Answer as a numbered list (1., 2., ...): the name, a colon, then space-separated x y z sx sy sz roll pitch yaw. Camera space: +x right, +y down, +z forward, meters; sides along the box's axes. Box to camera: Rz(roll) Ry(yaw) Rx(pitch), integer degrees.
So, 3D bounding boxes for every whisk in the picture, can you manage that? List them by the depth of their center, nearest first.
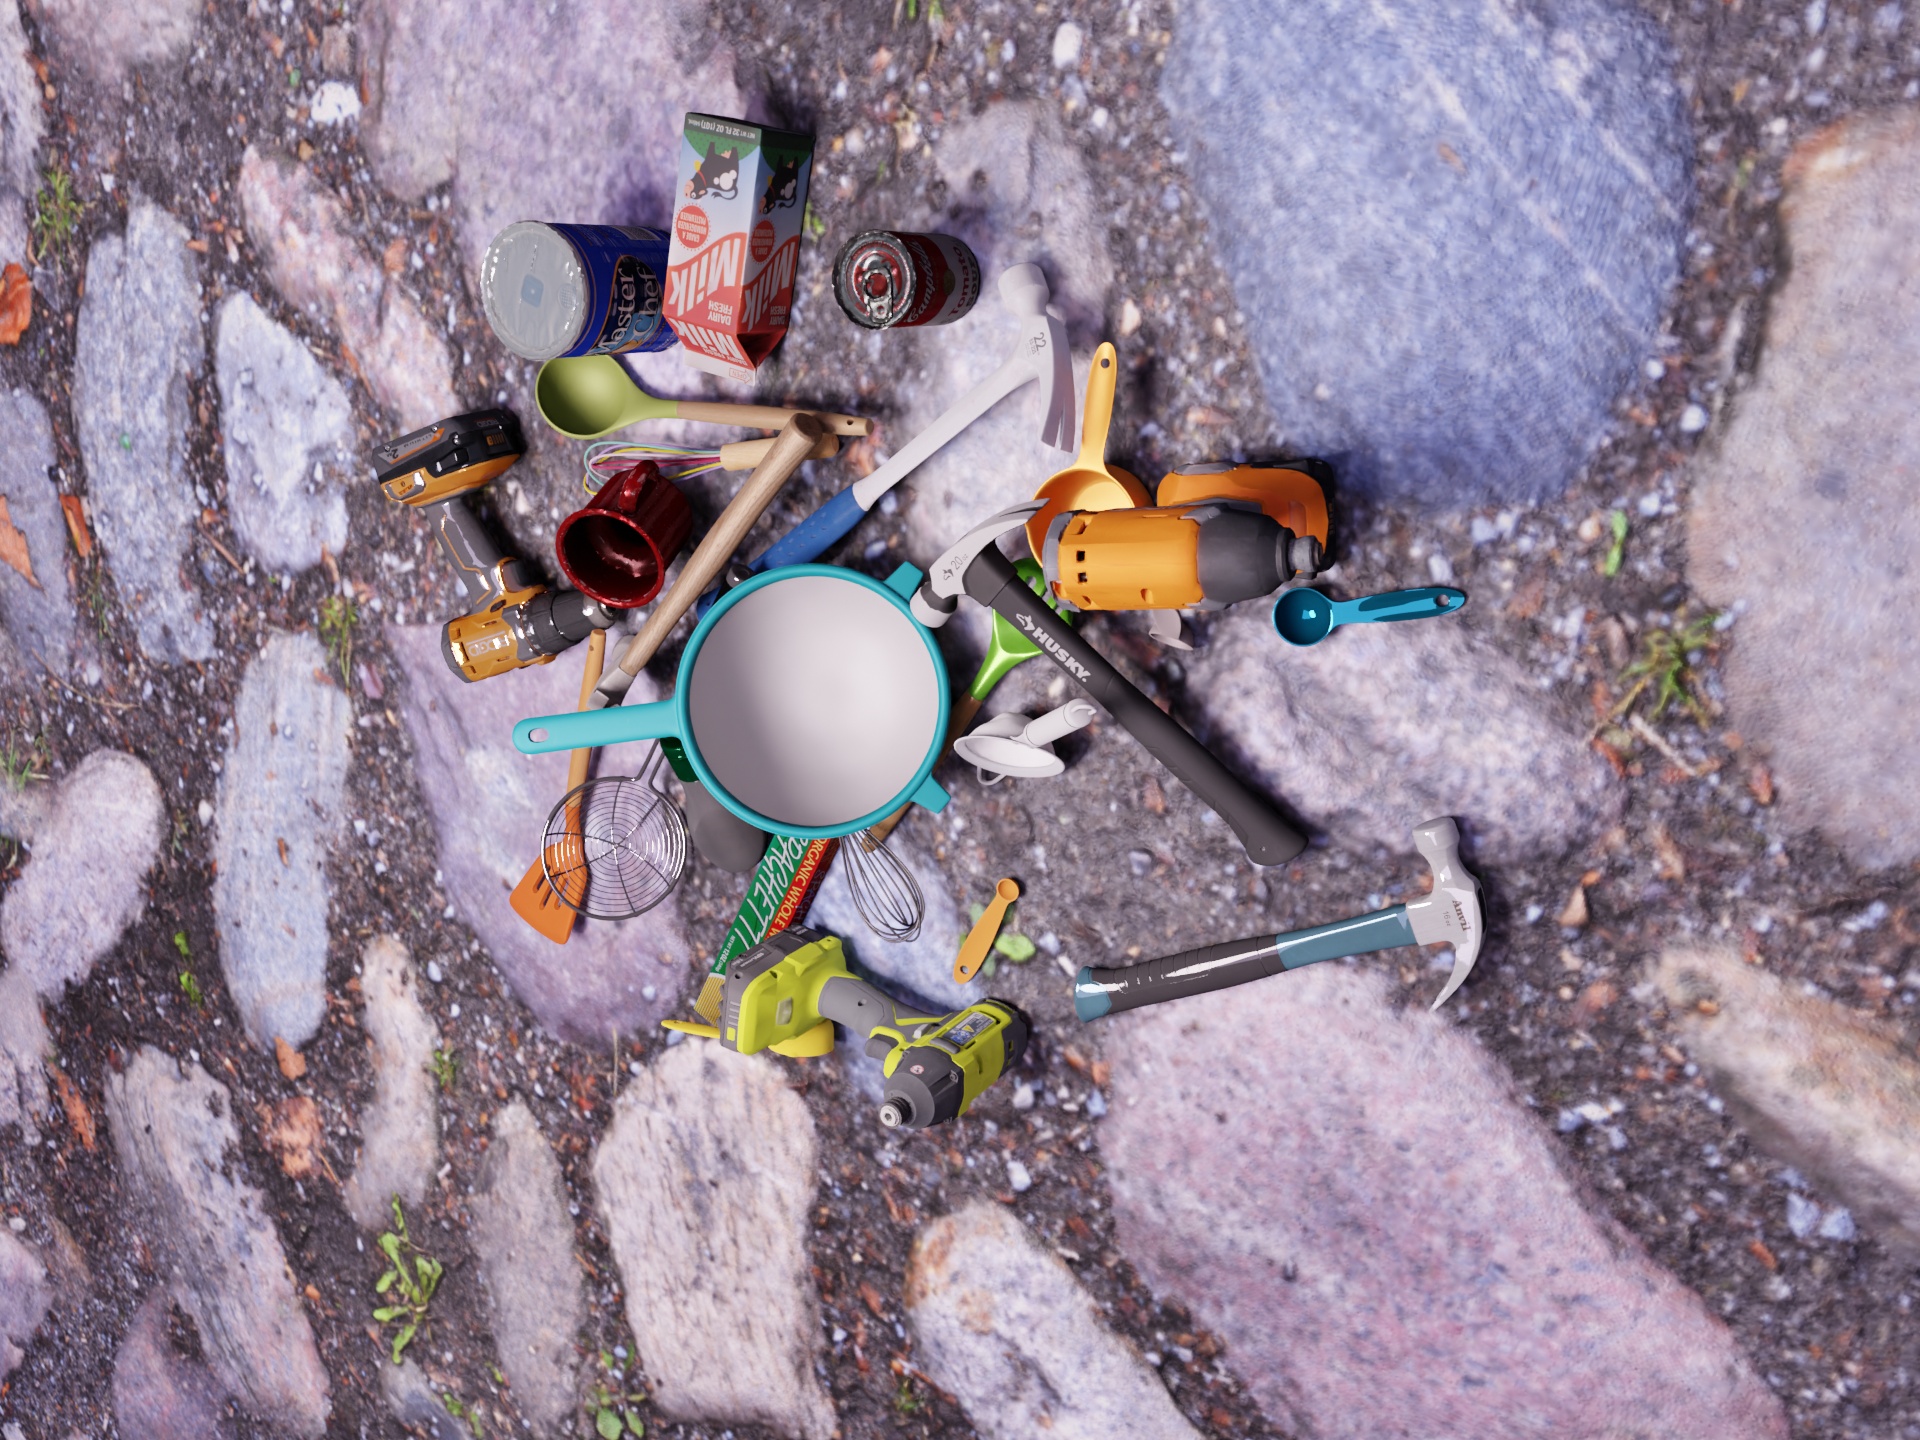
1. whisk: -0.209 -0.217 1.303 0.245 0.047 0.051 -3 114 25
2. whisk: -0.097 0.079 1.306 0.055 0.055 0.239 -42 70 31

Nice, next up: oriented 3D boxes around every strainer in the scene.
1. strainer: 0.055 0.009 1.151 0.087 0.258 0.050 16 78 -11
2. strainer: -0.175 -0.008 1.257 0.340 0.095 0.211 -7 91 3

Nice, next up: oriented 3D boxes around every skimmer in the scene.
1. skimmer: -0.252 0.024 1.339 0.127 0.090 0.363 25 127 -10

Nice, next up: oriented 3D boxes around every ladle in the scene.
1. ladle: -0.209 -0.250 1.265 0.320 0.062 0.078 11 81 31

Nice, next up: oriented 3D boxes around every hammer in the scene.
1. hammer: 0.119 -0.018 1.145 0.335 0.035 0.146 43 137 1
2. hammer: 0.226 0.173 1.176 0.331 0.033 0.128 -19 93 31
3. hammer: -0.069 -0.173 1.219 0.405 0.035 0.144 -33 60 35
4. hammer: -0.210 -0.117 1.270 0.031 0.130 0.331 33 124 -15

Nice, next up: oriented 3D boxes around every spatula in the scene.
1. spatula: -0.355 0.059 1.443 0.081 0.041 0.322 32 124 24

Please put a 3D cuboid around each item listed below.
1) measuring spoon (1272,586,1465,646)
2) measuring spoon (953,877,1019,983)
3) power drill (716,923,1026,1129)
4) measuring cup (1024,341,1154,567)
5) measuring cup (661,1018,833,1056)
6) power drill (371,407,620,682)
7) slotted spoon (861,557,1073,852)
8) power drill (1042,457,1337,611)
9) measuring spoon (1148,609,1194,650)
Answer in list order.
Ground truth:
1. measuring spoon: 0.280 -0.077 1.091 0.128 0.021 0.042 -6 102 20
2. measuring spoon: 0.021 0.173 1.303 0.021 0.011 0.116 35 121 15
3. power drill: -0.080 0.252 1.287 0.223 0.171 0.080 18 112 27
4. measuring cup: 0.102 -0.182 1.136 0.095 0.052 0.173 14 108 25
5. measuring cup: -0.187 0.266 1.395 0.156 0.062 0.029 7 96 9
6. power drill: -0.405 -0.156 1.405 0.185 0.084 0.226 -13 101 28
7. slotted spoon: -0.002 -0.004 1.256 0.070 0.031 0.313 42 121 12
8. power drill: 0.170 -0.116 1.012 0.164 0.226 0.084 2 105 28
9. measuring spoon: 0.148 -0.072 1.108 0.034 0.124 0.018 20 84 13
